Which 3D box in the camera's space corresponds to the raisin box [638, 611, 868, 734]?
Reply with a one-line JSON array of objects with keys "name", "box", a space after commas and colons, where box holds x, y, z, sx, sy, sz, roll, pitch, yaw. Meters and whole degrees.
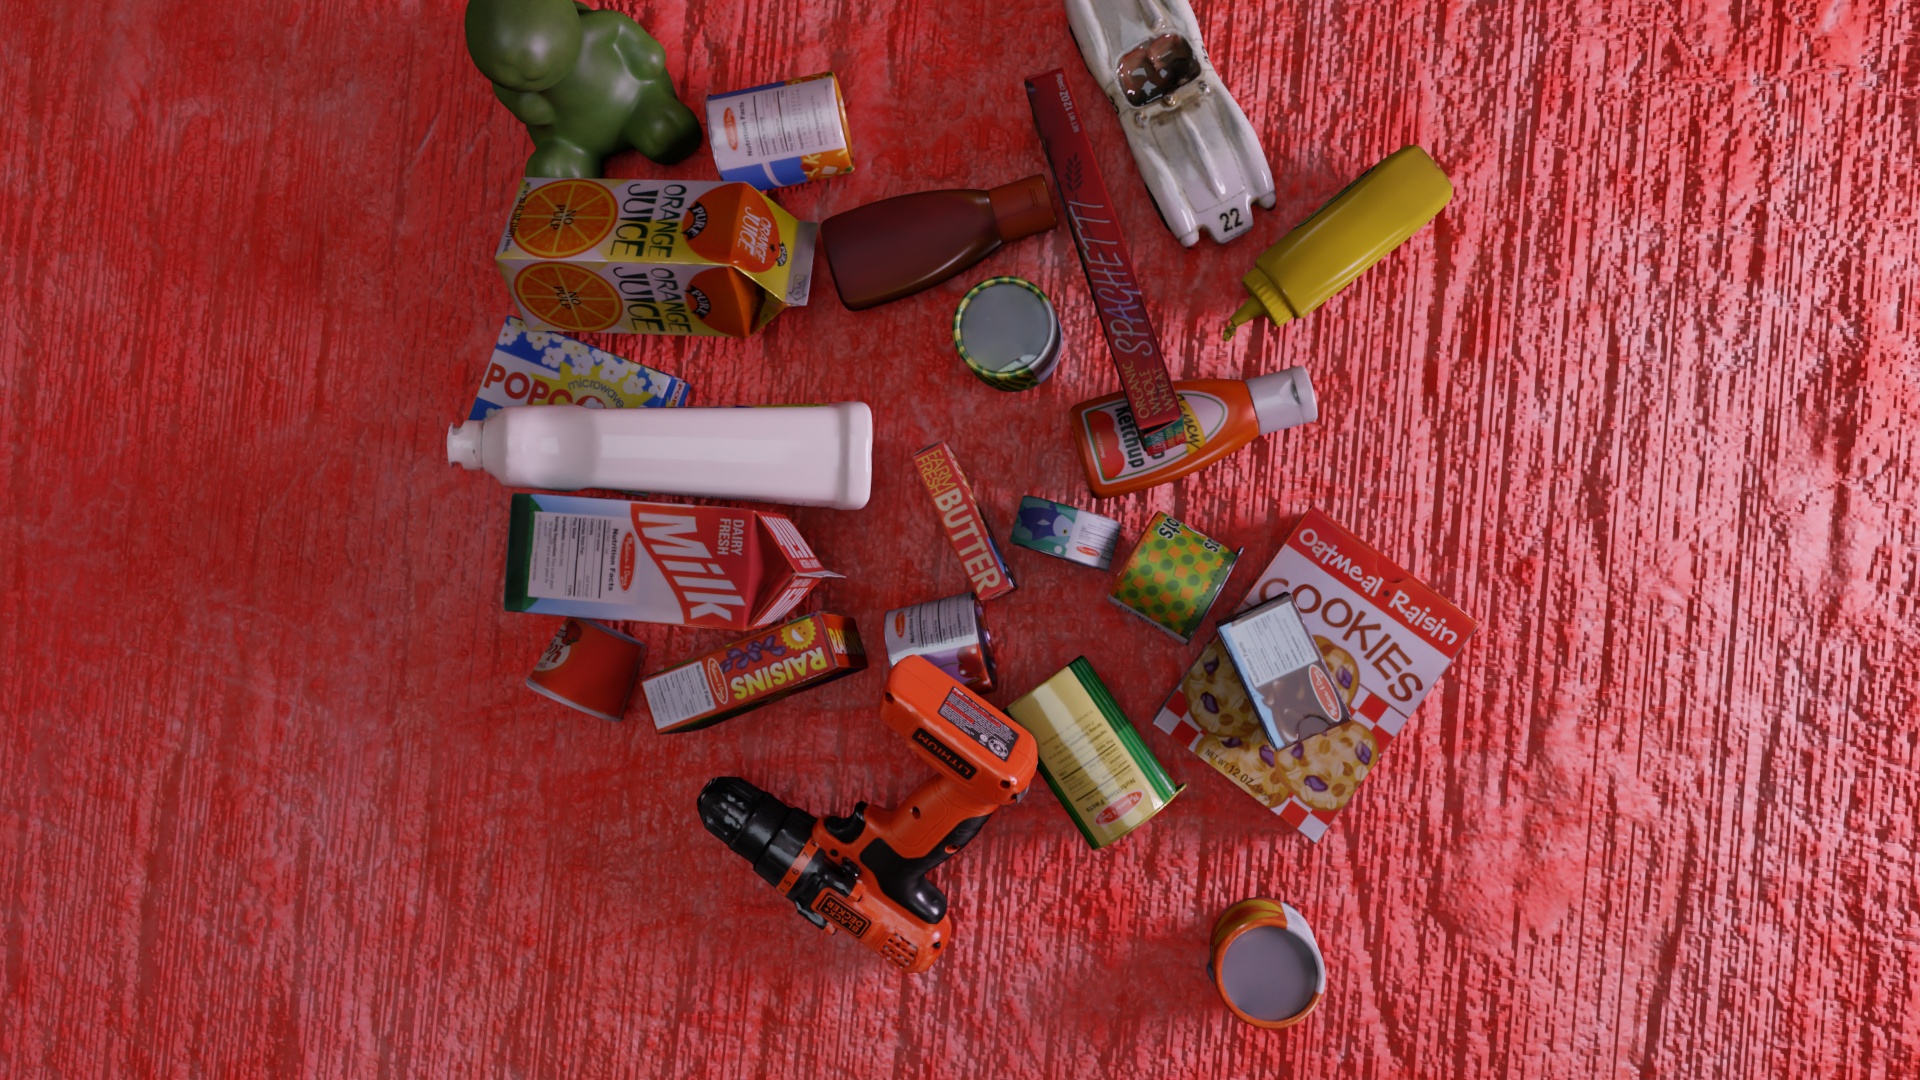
[{"name": "raisin box", "box": [-0.129, 0.084, 0.886, 0.123, 0.086, 0.040, -20, 81, 7]}]

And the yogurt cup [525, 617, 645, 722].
[{"name": "yogurt cup", "box": [-0.243, 0.083, 0.914, 0.072, 0.072, 0.054, 23, 83, 8]}]

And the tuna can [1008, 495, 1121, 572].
[{"name": "tuna can", "box": [0.064, -0.005, 0.874, 0.071, 0.071, 0.033, 17, 90, 8]}]

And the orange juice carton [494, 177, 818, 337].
[{"name": "orange juice carton", "box": [-0.190, -0.182, 0.897, 0.193, 0.072, 0.072, 2, 59, 4]}]

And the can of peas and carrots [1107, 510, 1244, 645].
[{"name": "can of peas and carrots", "box": [0.133, 0.021, 0.861, 0.059, 0.071, 0.071, 30, 92, 9]}]

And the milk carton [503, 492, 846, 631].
[{"name": "milk carton", "box": [-0.170, 0.014, 0.842, 0.191, 0.072, 0.073, 4, 90, 8]}]

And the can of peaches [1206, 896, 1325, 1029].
[{"name": "can of peaches", "box": [0.185, 0.259, 0.849, 0.071, 0.058, 0.071, 0, 88, 7]}]

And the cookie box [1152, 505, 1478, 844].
[{"name": "cookie box", "box": [0.217, 0.082, 0.860, 0.123, 0.040, 0.167, 36, 93, 8]}]

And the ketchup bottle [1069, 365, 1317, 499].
[{"name": "ketchup bottle", "box": [0.147, -0.073, 0.875, 0.149, 0.043, 0.065, -15, 83, 7]}]

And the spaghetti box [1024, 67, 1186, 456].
[{"name": "spaghetti box", "box": [0.089, -0.174, 0.860, 0.028, 0.050, 0.250, -18, 74, 7]}]

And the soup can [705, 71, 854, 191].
[{"name": "soup can", "box": [-0.116, -0.265, 0.908, 0.084, 0.071, 0.071, -10, 87, 3]}]

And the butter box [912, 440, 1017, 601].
[{"name": "butter box", "box": [0.003, -0.011, 0.887, 0.024, 0.053, 0.103, -26, 85, 5]}]

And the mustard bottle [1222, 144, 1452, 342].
[{"name": "mustard bottle", "box": [0.225, -0.178, 0.859, 0.160, 0.065, 0.049, -37, 88, 9]}]

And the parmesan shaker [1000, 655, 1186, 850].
[{"name": "parmesan shaker", "box": [0.082, 0.129, 0.865, 0.071, 0.071, 0.103, -35, 83, 6]}]

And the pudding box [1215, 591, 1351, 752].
[{"name": "pudding box", "box": [0.191, 0.078, 0.828, 0.049, 0.030, 0.084, -26, 85, 6]}]

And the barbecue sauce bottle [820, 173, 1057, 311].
[{"name": "barbecue sauce bottle", "box": [-0.013, -0.199, 0.902, 0.148, 0.043, 0.065, -16, 87, 7]}]

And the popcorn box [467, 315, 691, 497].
[{"name": "popcorn box", "box": [-0.258, -0.090, 0.934, 0.127, 0.038, 0.085, 21, 90, 8]}]

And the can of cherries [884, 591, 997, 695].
[{"name": "can of cherries", "box": [-0.011, 0.072, 0.882, 0.058, 0.071, 0.071, -14, 86, 7]}]

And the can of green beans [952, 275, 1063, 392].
[{"name": "can of green beans", "box": [0.031, -0.131, 0.886, 0.071, 0.058, 0.071, 0, 88, 8]}]
